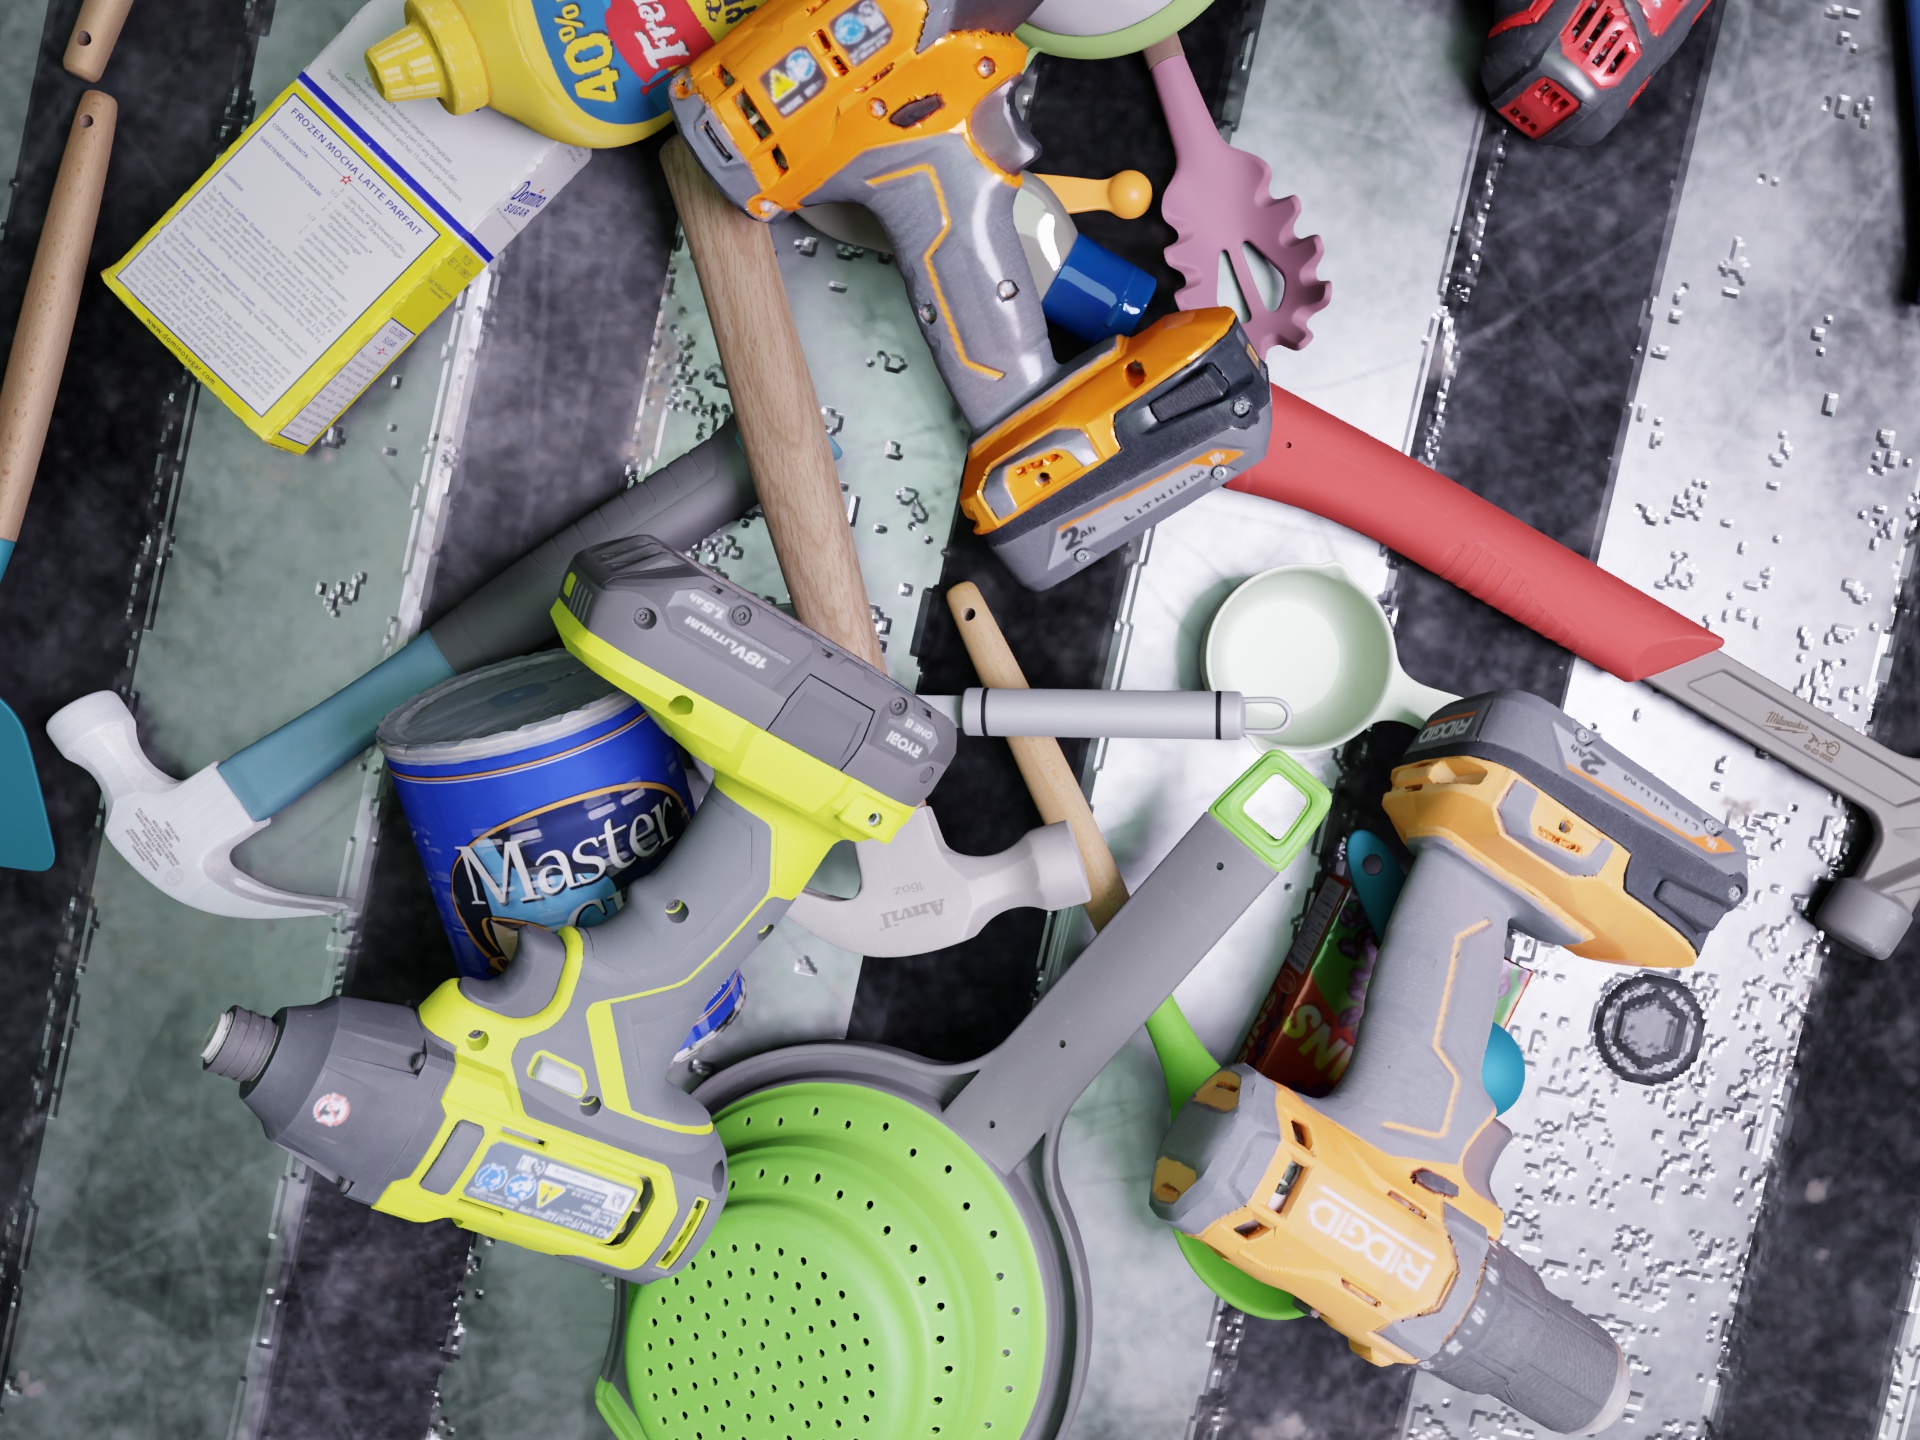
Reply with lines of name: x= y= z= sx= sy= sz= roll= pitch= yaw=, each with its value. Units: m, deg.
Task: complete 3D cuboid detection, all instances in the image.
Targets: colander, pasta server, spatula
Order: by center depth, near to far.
colander: x=-0.007 y=0.167 z=0.589 sx=0.204 sy=0.094 sz=0.397 roll=42 pitch=99 yaw=14
pasta server: x=0.073 y=-0.292 z=0.638 sx=0.060 sy=0.040 sz=0.316 roll=-20 pitch=92 yaw=11
spatula: x=-0.382 y=-0.098 z=0.646 sx=0.082 sy=0.044 sz=0.317 roll=13 pitch=87 yaw=-1

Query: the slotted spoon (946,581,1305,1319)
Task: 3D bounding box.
slotted spoon: x=0.067 y=0.084 z=0.635 sx=0.070 sy=0.031 sz=0.314 roll=-27 pitch=81 yaw=8

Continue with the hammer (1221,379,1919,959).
hammer: x=0.266 y=-0.051 z=0.652 sx=0.359 sy=0.037 sz=0.149 roll=30 pitch=91 yaw=-3

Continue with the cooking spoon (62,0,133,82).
cooking spoon: x=-0.294 y=-0.406 z=0.636 sx=0.068 sy=0.017 sz=0.319 roll=22 pitch=92 yaw=-12

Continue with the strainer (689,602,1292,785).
strainer: x=-0.001 y=-0.002 z=0.627 sx=0.258 sy=0.050 sz=0.087 roll=1 pitch=88 yaw=11

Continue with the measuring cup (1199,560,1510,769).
measuring cup: x=0.177 y=-0.009 z=0.653 sx=0.167 sy=0.038 sz=0.083 roll=21 pitch=92 yaw=-4

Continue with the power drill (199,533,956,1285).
power drill: x=-0.116 y=0.061 z=0.513 sx=0.171 sy=0.080 sz=0.223 roll=30 pitch=92 yaw=-29

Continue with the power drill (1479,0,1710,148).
power drill: x=0.208 y=-0.346 z=0.622 sx=0.219 sy=0.078 sz=0.143 roll=38 pitch=91 yaw=-5

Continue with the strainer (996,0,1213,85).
strainer: x=0.081 y=-0.327 z=0.552 sx=0.256 sy=0.069 sz=0.151 roll=-2 pitch=102 yaw=37

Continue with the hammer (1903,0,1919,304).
hammer: x=0.397 y=-0.375 z=0.642 sx=0.144 sy=0.035 sz=0.405 roll=-7 pitch=92 yaw=-1

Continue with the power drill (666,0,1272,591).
power drill: x=0.023 y=-0.179 z=0.573 sx=0.164 sy=0.084 sz=0.226 roll=-30 pitch=105 yaw=21

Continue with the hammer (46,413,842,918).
hammer: x=-0.197 y=-0.035 z=0.645 sx=0.331 sy=0.033 sz=0.128 roll=-33 pitch=92 yaw=0

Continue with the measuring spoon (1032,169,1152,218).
measuring spoon: x=0.021 y=-0.217 z=0.652 sx=0.117 sy=0.011 sz=0.021 roll=0 pitch=92 yaw=-1

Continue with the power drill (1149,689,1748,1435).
power drill: x=0.197 y=0.127 z=0.576 sx=0.185 sy=0.084 sz=0.226 roll=34 pitch=77 yaw=-6

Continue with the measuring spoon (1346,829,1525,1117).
measuring spoon: x=0.185 y=0.101 z=0.623 sx=0.042 sy=0.021 sz=0.128 roll=-27 pitch=94 yaw=-1

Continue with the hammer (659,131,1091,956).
hammer: x=-0.060 y=-0.072 z=0.605 sx=0.130 sy=0.031 sz=0.331 roll=-17 pitch=82 yaw=4
